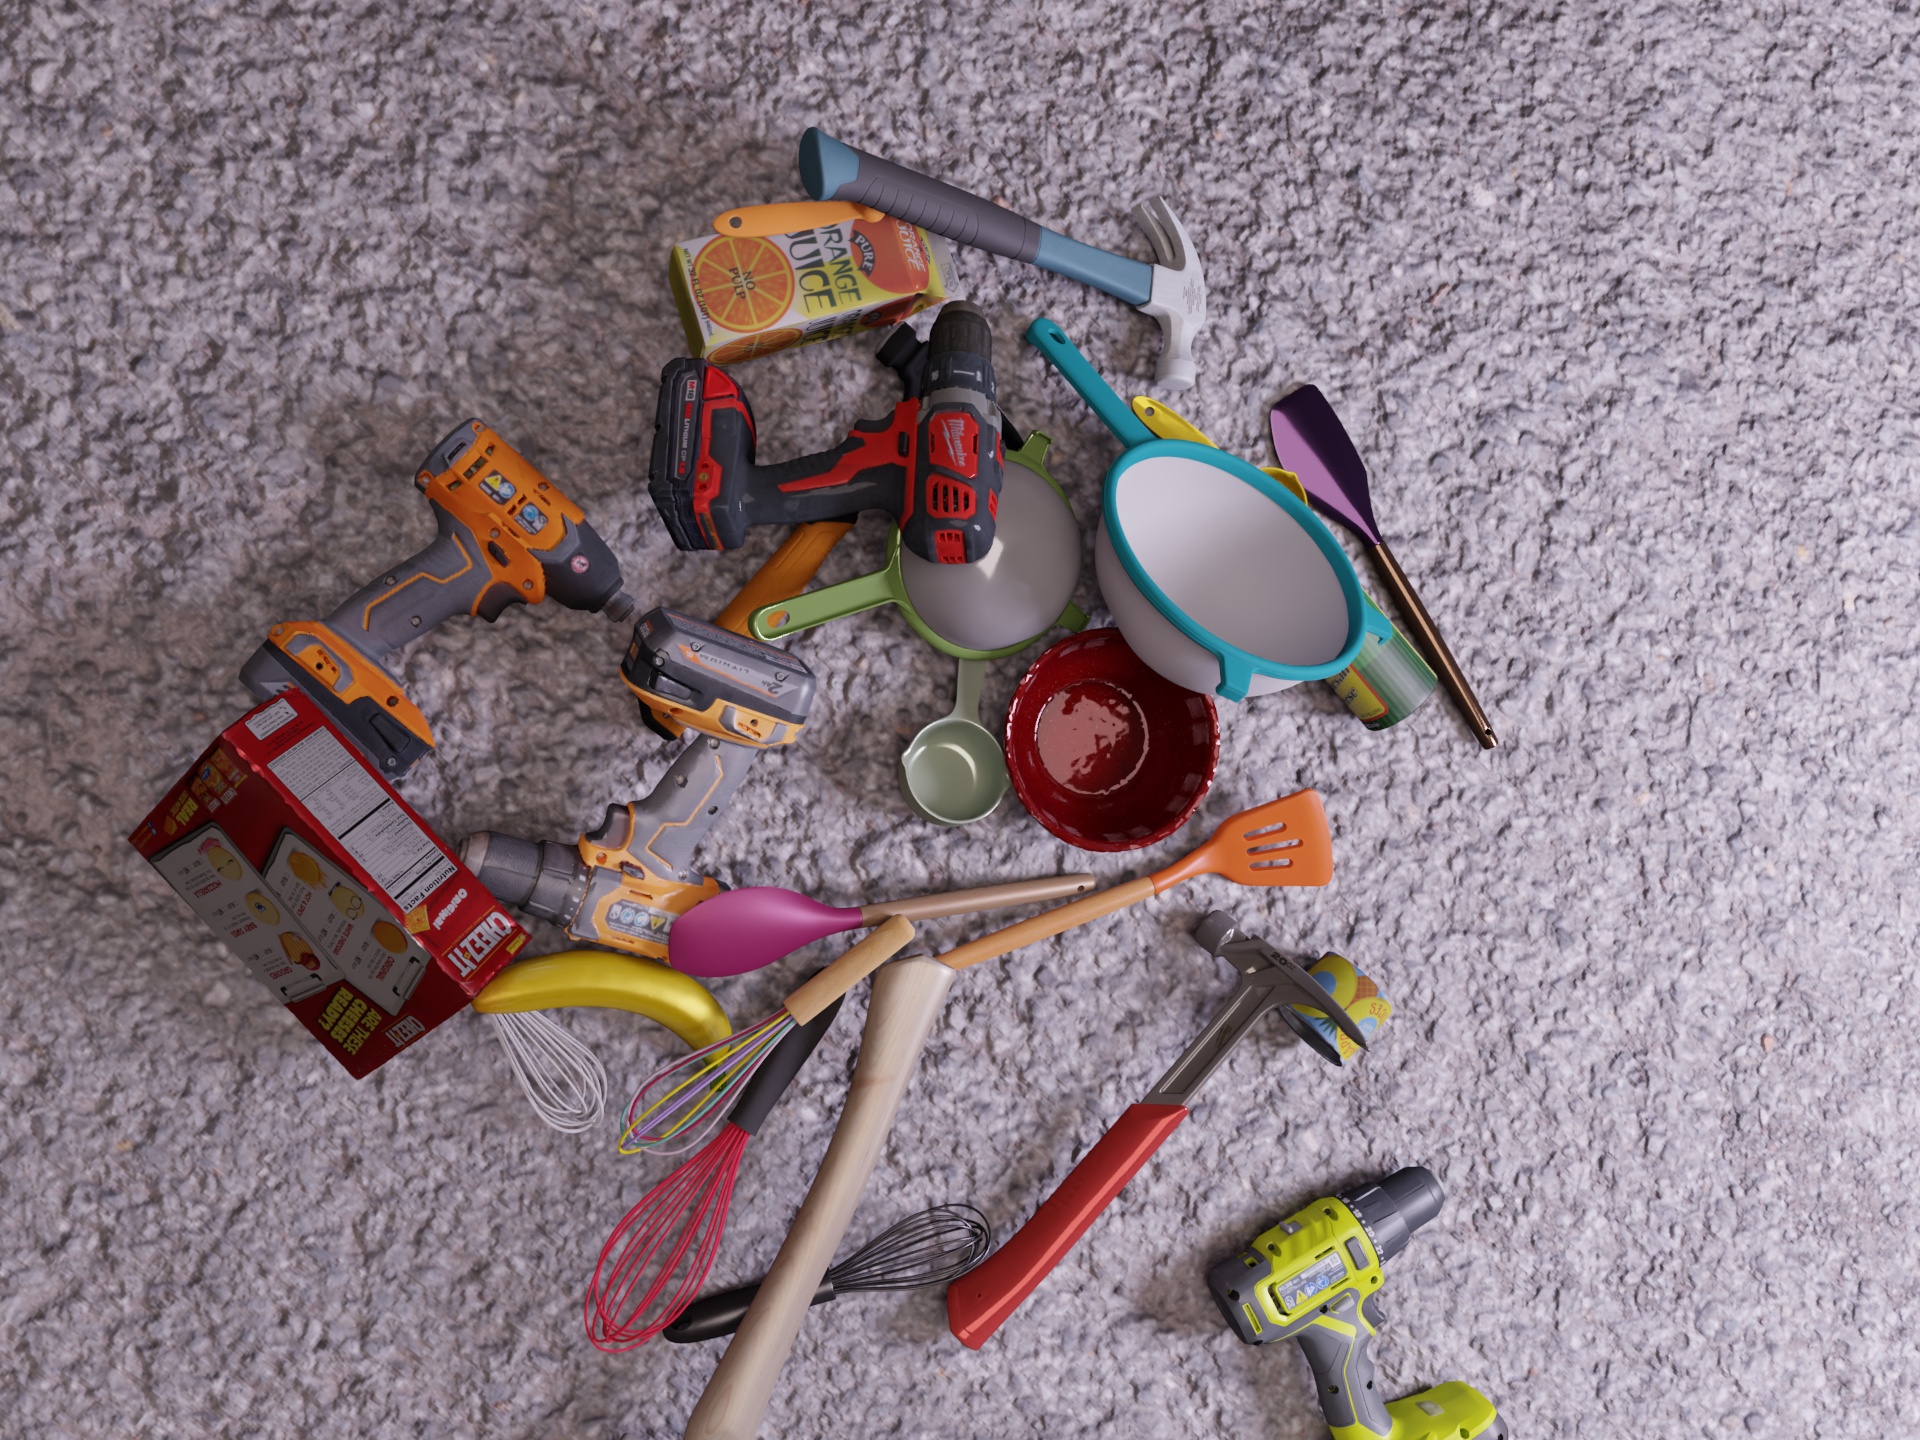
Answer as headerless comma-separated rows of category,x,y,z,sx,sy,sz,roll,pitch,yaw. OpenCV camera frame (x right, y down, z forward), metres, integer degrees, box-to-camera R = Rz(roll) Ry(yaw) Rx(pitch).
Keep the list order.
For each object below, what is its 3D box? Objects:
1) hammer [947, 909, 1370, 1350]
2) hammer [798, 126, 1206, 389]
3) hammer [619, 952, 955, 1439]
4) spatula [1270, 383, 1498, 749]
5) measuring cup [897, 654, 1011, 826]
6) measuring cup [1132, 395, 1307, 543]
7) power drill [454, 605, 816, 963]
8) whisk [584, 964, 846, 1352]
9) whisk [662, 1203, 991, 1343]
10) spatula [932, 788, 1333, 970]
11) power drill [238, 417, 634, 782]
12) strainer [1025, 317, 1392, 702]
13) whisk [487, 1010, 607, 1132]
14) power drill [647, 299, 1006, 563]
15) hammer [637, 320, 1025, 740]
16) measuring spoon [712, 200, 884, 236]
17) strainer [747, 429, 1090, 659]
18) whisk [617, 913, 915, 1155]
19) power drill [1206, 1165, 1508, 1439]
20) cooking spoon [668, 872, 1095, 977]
hammer,0.127,0.313,1.145,0.149,0.036,0.359,40,86,29
hammer,0.038,-0.332,1.097,0.330,0.033,0.128,10,83,-32
hammer,-0.092,0.357,1.085,0.146,0.038,0.411,25,85,-1
spatula,0.329,-0.112,1.222,0.060,0.018,0.316,-33,96,-9
measuring cup,-0.002,-0.004,1.147,0.083,0.038,0.168,14,71,-16
measuring cup,0.190,-0.190,1.192,0.156,0.029,0.062,39,86,2
power drill,-0.213,0.043,1.046,0.185,0.084,0.226,20,100,-24
whisk,-0.161,0.296,1.091,0.073,0.073,0.296,35,74,-11
whisk,-0.093,0.394,1.121,0.239,0.055,0.055,-15,94,-7
spatula,0.121,0.131,1.158,0.322,0.041,0.081,-19,110,-15
power drill,-0.335,-0.065,1.046,0.164,0.084,0.226,42,78,-10
strainer,0.135,-0.138,1.129,0.211,0.095,0.341,-19,65,-42
whisk,-0.321,0.178,1.070,0.246,0.059,0.058,53,44,-4
power drill,-0.082,-0.196,1.062,0.226,0.080,0.188,1,68,5
hammer,-0.101,-0.117,1.119,0.127,0.034,0.337,41,82,-9
measuring spoon,-0.106,-0.335,1.052,0.117,0.011,0.021,-10,88,-12
strainer,-0.017,-0.097,1.083,0.256,0.069,0.151,-19,107,-21
whisk,-0.132,0.213,1.079,0.245,0.051,0.047,-37,124,-8
power drill,0.315,0.465,1.196,0.190,0.080,0.228,-27,94,-11
cooking spoon,-0.047,0.134,1.110,0.318,0.017,0.068,-6,117,-24
